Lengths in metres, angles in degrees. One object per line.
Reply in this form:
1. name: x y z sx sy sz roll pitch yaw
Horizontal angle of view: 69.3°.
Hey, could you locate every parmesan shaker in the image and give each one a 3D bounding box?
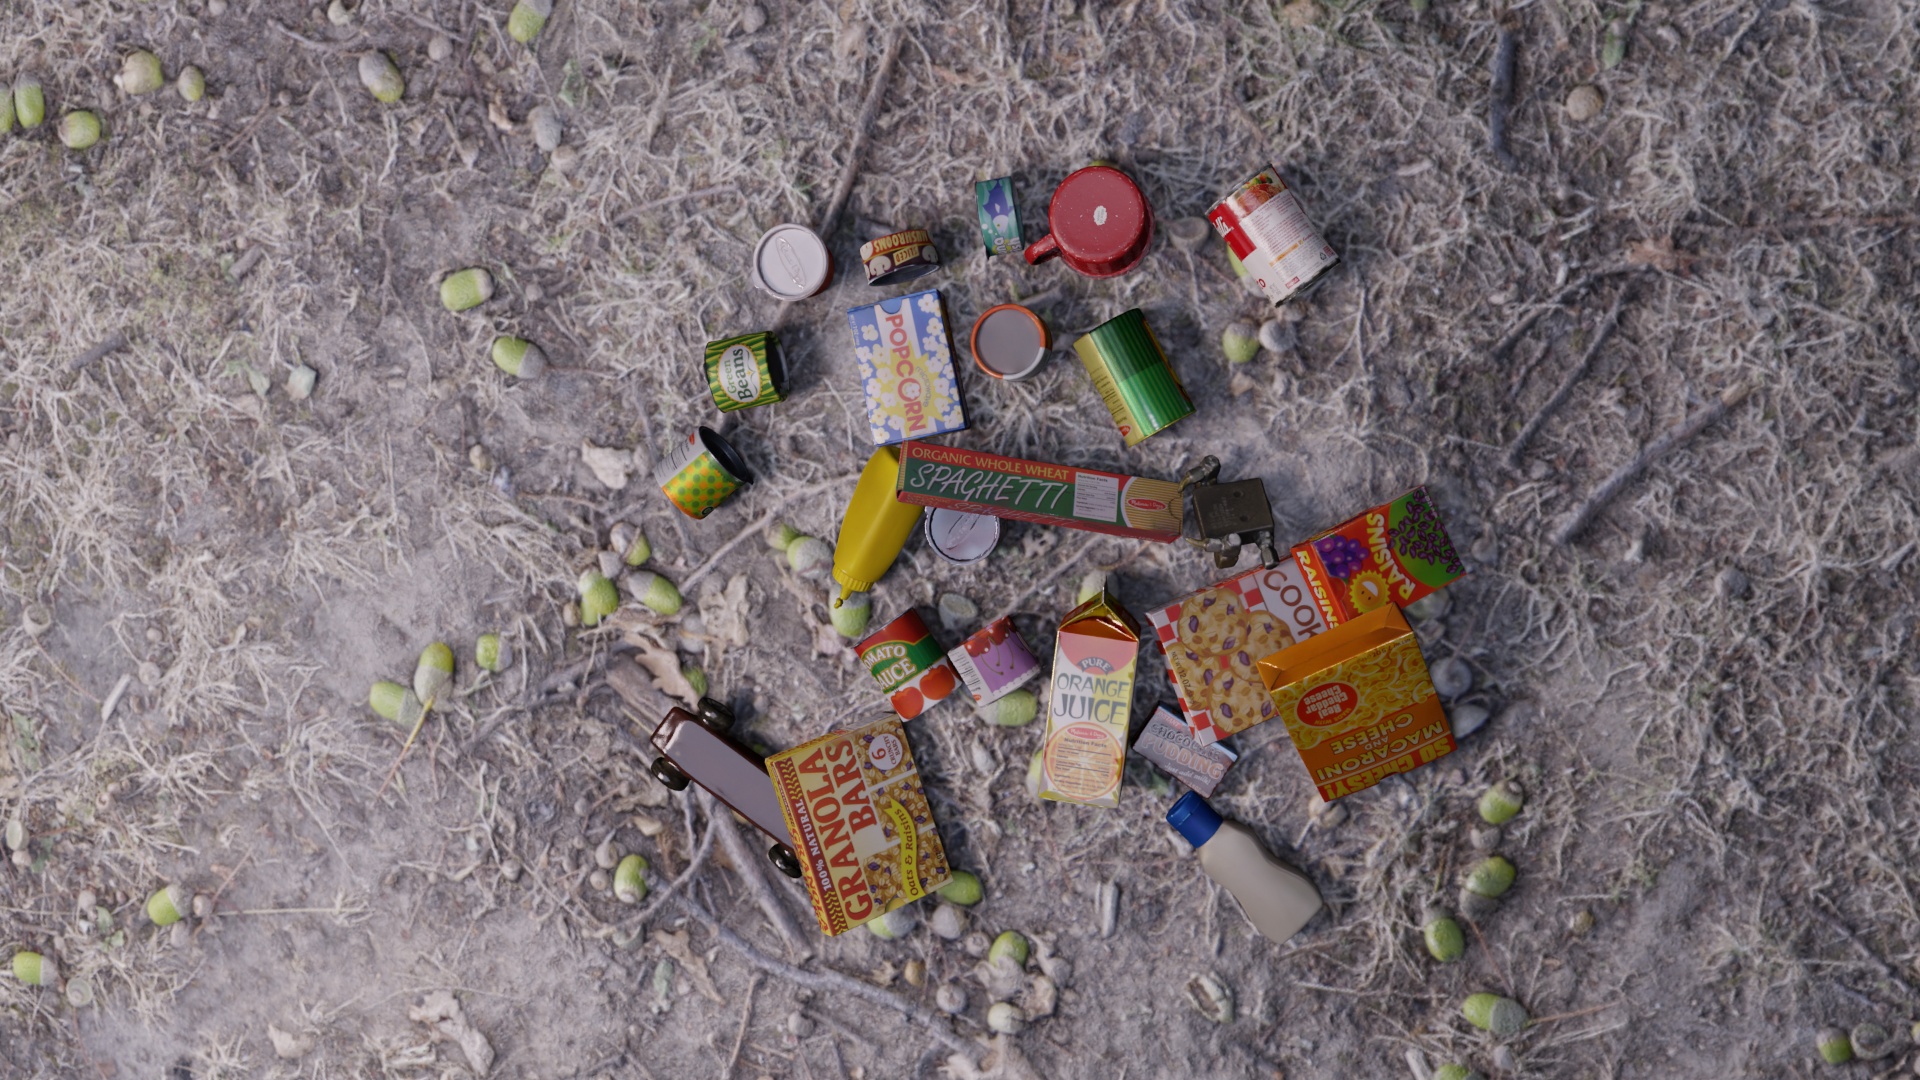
1. parmesan shaker: 0.150 -0.141 1.194 0.071 0.071 0.103 -28 90 10

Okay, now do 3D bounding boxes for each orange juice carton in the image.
1. orange juice carton: 0.116 0.129 1.220 0.073 0.072 0.192 7 96 8

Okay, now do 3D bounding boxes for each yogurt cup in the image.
1. yogurt cup: -0.145 -0.246 1.241 0.072 0.054 0.072 1 95 9

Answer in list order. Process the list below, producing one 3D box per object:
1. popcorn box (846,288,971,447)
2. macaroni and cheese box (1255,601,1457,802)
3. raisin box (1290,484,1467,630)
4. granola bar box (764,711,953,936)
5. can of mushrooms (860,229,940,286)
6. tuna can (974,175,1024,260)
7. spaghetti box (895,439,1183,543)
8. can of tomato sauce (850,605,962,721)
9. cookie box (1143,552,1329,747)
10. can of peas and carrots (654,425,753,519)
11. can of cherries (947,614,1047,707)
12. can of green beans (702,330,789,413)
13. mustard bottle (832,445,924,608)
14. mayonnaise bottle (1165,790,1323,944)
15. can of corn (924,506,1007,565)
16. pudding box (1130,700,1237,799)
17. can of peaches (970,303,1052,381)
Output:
1. popcorn box: -0.045 -0.153 1.241 0.085 0.038 0.126 -11 93 11
2. macaroni and cheese box: 0.332 0.139 1.156 0.123 0.040 0.166 -25 128 10
3. raisin box: 0.351 0.018 1.165 0.124 0.040 0.086 -25 91 -16
4. granola bar box: -0.090 0.253 1.249 0.124 0.039 0.165 -19 92 -24
5. can of mushrooms: -0.053 -0.248 1.218 0.071 0.071 0.033 -13 91 10
6. tuna can: 0.034 -0.278 1.202 0.033 0.071 0.071 -9 93 9
7. spaghetti box: 0.068 -0.042 1.193 0.250 0.028 0.050 9 70 -8
8. can of tomato sauce: -0.048 0.112 1.246 0.071 0.071 0.083 -34 89 10
9. cookie box: 0.259 0.088 1.194 0.167 0.040 0.123 -22 91 -2
10. can of peas and carrots: -0.234 -0.059 1.265 0.058 0.071 0.071 -39 88 11
11. can of cherries: 0.033 0.106 1.236 0.071 0.071 0.058 -32 88 10
12. can of green beans: -0.192 -0.152 1.250 0.058 0.071 0.071 -10 93 10
13. mustard bottle: -0.079 -0.005 1.246 0.049 0.065 0.159 11 117 -34
14. mayonnaise bottle: 0.247 0.284 1.228 0.148 0.041 0.064 44 100 5
15. can of corn: 0.004 -0.015 1.233 0.071 0.058 0.071 1 95 9
16. pudding box: 0.198 0.185 1.233 0.084 0.030 0.049 33 98 5
17. can of peaches: 0.043 -0.174 1.215 0.071 0.058 0.071 1 95 9
